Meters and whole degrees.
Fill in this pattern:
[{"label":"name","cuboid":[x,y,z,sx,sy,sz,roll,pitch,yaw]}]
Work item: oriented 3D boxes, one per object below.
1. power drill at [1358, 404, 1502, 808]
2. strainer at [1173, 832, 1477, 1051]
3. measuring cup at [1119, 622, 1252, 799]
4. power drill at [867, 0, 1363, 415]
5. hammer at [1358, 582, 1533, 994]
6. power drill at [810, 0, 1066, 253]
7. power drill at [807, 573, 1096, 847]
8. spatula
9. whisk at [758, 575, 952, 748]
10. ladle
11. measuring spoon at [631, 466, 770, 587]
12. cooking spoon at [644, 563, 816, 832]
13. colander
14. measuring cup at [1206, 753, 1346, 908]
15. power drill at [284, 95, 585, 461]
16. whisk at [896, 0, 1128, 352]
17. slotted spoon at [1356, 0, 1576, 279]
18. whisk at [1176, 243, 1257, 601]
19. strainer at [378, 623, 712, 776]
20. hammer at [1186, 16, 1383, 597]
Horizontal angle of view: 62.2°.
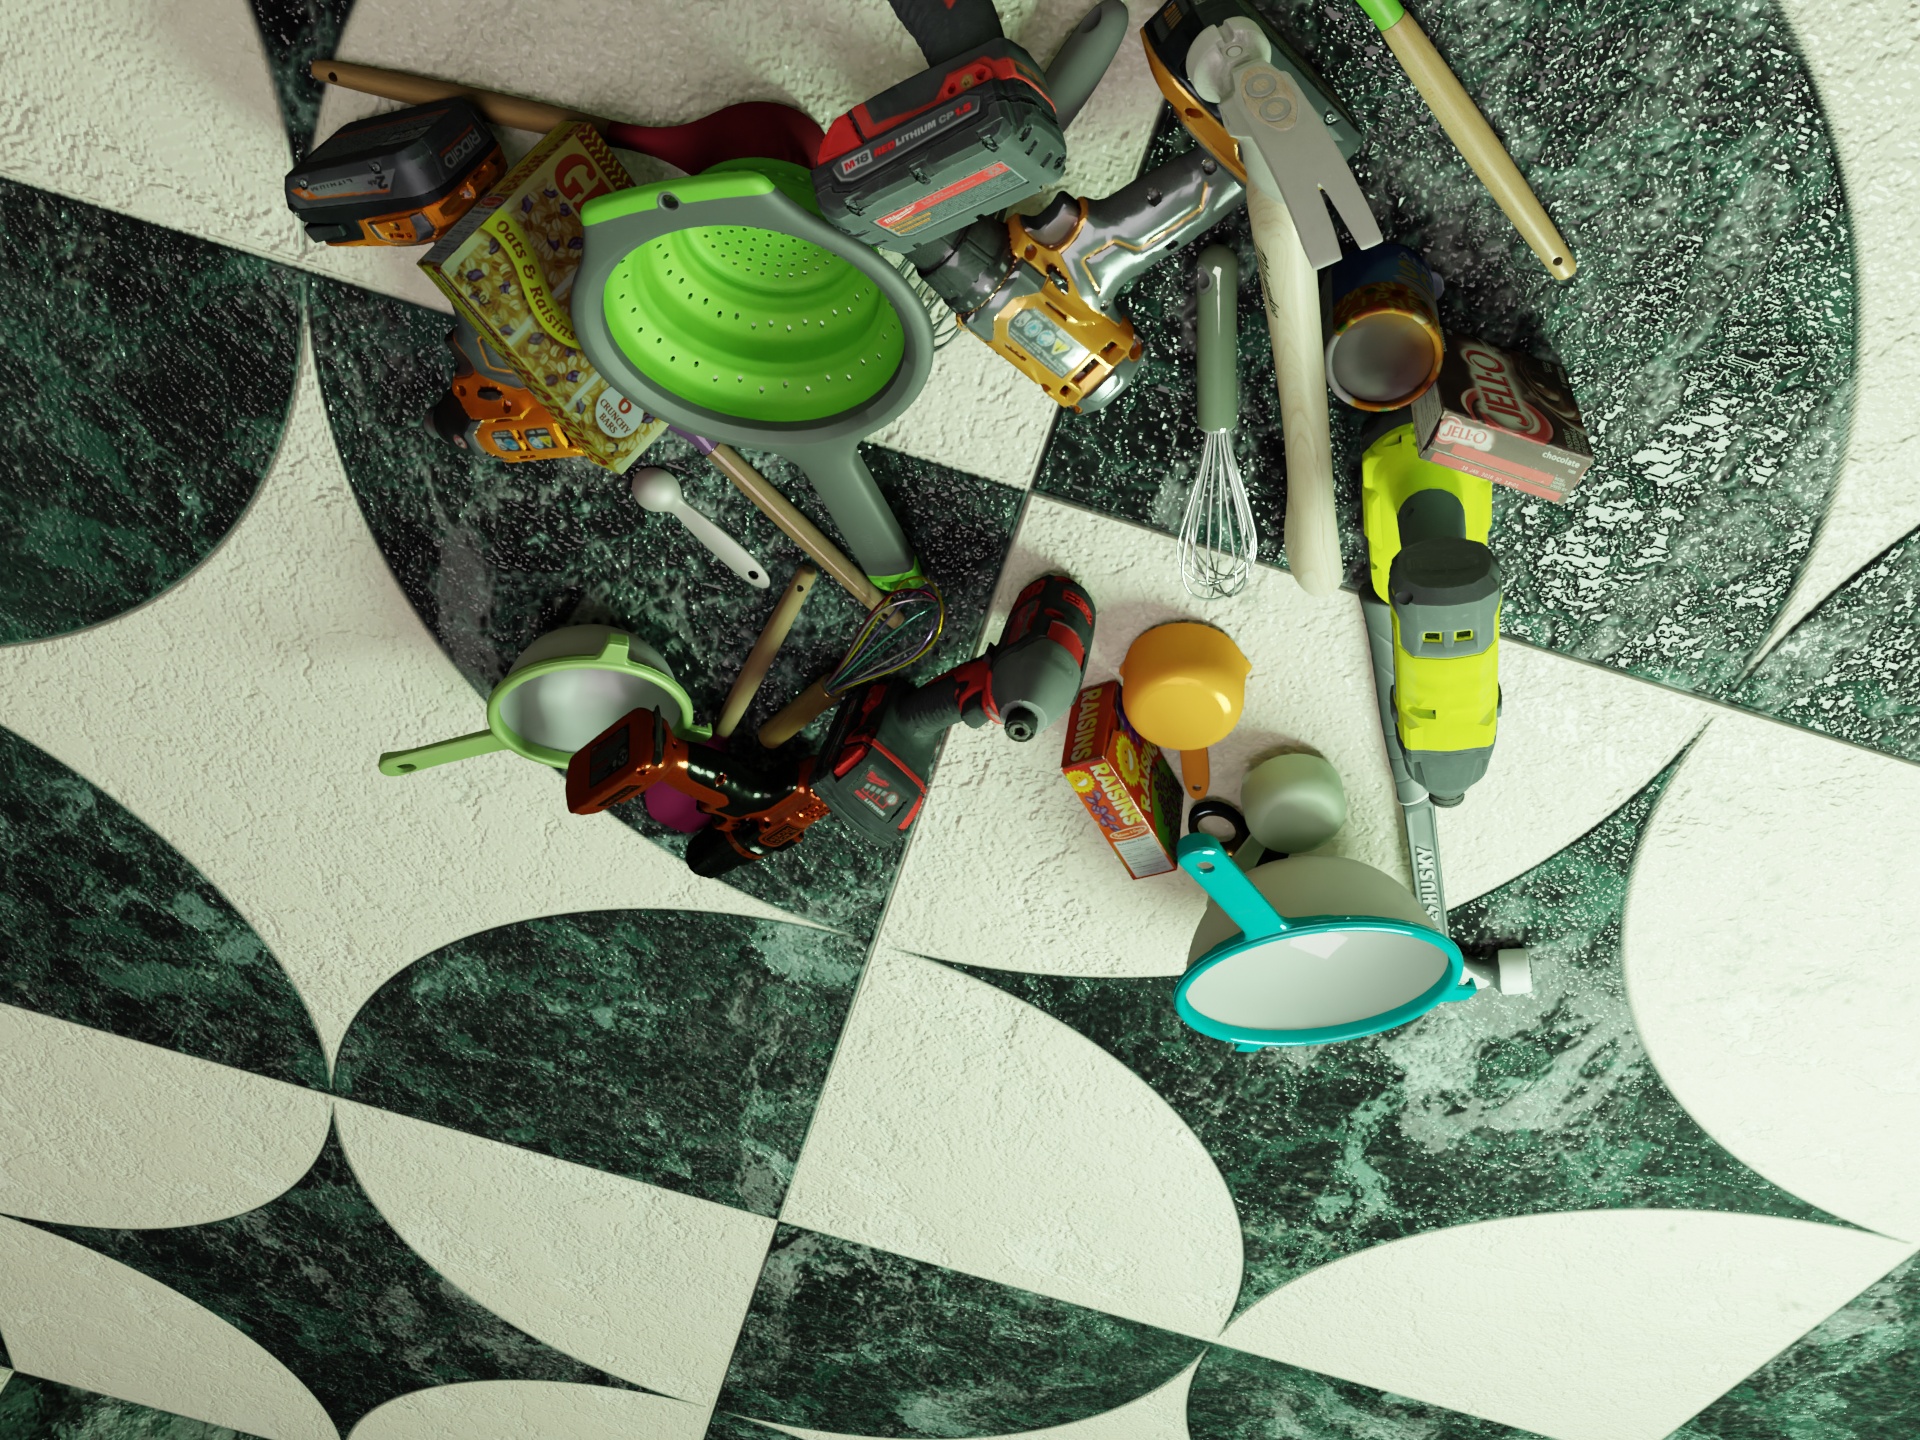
[{"label":"power drill","cuboid":[0.281,-0.072,0.943,0.080,0.223,0.171,-3,130,14]},{"label":"strainer","cuboid":[0.228,0.131,1.145,0.211,0.095,0.340,-20,141,23]},{"label":"measuring cup","cuboid":[0.165,0.011,1.156,0.095,0.052,0.173,-2,132,13]},{"label":"power drill","cuboid":[0.076,-0.292,0.860,0.185,0.084,0.226,31,123,-30]},{"label":"hammer","cuboid":[0.336,0.066,1.183,0.149,0.036,0.408,-6,129,18]},{"label":"power drill","cuboid":[-0.055,-0.357,0.800,0.188,0.080,0.227,-18,85,23]},{"label":"power drill","cuboid":[-0.002,-0.004,1.120,0.219,0.143,0.078,-32,116,35]},{"label":"spatula","cuboid":[-0.149,-0.170,1.086,0.060,0.018,0.315,-31,118,32]},{"label":"whisk","cuboid":[-0.082,-0.038,1.162,0.047,0.051,0.245,49,136,-6]},{"label":"ladle","cuboid":[-0.231,-0.354,0.939,0.315,0.031,0.069,13,133,3]},{"label":"measuring spoon","cuboid":[-0.183,-0.131,1.127,0.034,0.018,0.124,-33,118,33]},{"label":"cooking spoon","cuboid":[-0.177,-0.009,1.234,0.068,0.017,0.318,25,132,-11]},{"label":"colander","cuboid":[-0.091,-0.215,0.983,0.204,0.095,0.396,-4,152,16]},{"label":"measuring cup","cuboid":[0.230,0.098,1.204,0.083,0.038,0.167,19,124,-13]},{"label":"power drill","cuboid":[-0.317,-0.259,0.998,0.164,0.084,0.226,0,136,28]},{"label":"whisk","cuboid":[0.024,-0.306,0.914,0.055,0.055,0.239,29,127,-14]},{"label":"slotted spoon","cuboid":[0.241,-0.349,0.843,0.070,0.031,0.313,-31,121,32]},{"label":"whisk","cuboid":[0.162,-0.180,1.000,0.059,0.058,0.246,-20,129,-16]},{"label":"strainer","cuboid":[-0.328,-0.014,1.211,0.256,0.069,0.151,-14,148,13]},{"label":"hammer","cuboid":[0.190,-0.175,0.871,0.038,0.146,0.410,-22,150,5]}]
